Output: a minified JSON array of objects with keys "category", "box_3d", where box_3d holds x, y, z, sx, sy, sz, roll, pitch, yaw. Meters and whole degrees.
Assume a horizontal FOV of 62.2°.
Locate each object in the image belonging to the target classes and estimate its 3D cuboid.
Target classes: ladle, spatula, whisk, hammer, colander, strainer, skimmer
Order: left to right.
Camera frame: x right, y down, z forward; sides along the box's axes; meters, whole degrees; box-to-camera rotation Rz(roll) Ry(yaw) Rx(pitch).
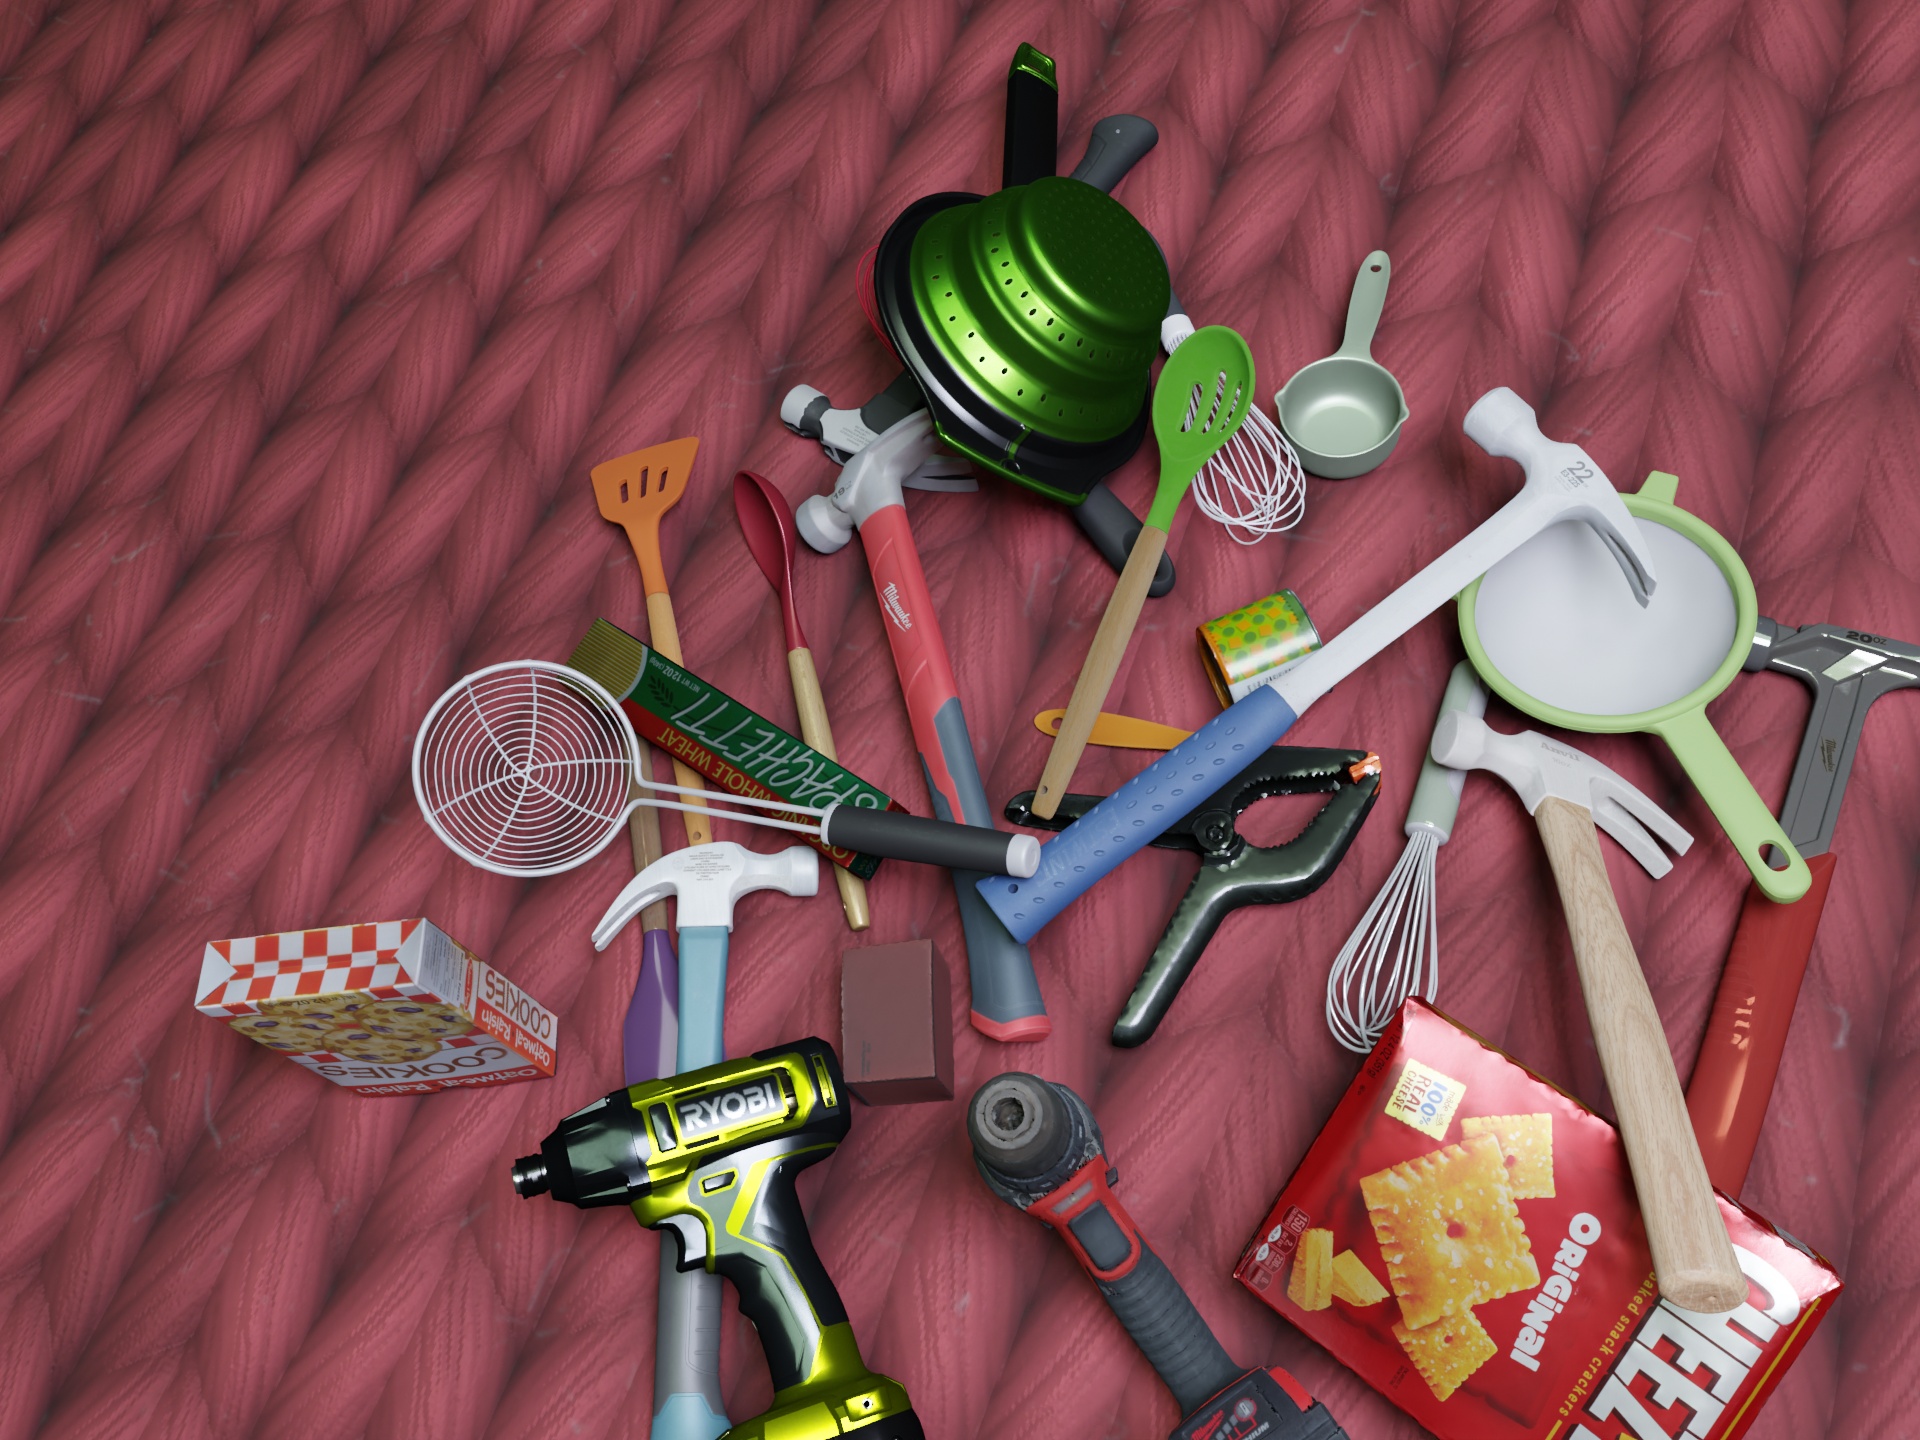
[{"category":"spatula","box_3d":[-0.184,0.104,0.959,0.060,0.018,0.316,-12,63,-1]},{"category":"spatula","box_3d":[-0.190,-0.055,1.037,0.081,0.041,0.323,-16,66,5]},{"category":"hammer","box_3d":[-0.143,0.226,0.873,0.128,0.033,0.331,0,66,-5]},{"category":"skimmer","box_3d":[-0.136,0.043,0.876,0.363,0.090,0.127,7,78,26]},{"category":"ladle","box_3d":[-0.096,-0.019,0.987,0.031,0.069,0.316,-7,66,-18]},{"category":"hammer","box_3d":[-0.001,-0.003,0.934,0.143,0.038,0.387,-33,61,32]},{"category":"hammer","box_3d":[0.032,-0.296,1.098,0.146,0.035,0.335,32,74,24]},{"category":"whisk","box_3d":[0.036,-0.193,1.003,0.073,0.073,0.296,-38,82,-8]},{"category":"colander","box_3d":[0.062,-0.323,0.998,0.204,0.094,0.397,22,53,-25]},{"category":"whisk","box_3d":[0.150,-0.228,1.030,0.070,0.070,0.285,-19,57,3]},{"category":"hammer","box_3d":[0.185,-0.013,0.855,0.405,0.035,0.144,-37,65,-3]},{"category":"whisk","box_3d":[0.253,0.069,0.868,0.059,0.057,0.246,-2,55,45]},{"category":"hammer","box_3d":[0.309,0.122,0.751,0.130,0.031,0.332,17,39,-8]},{"category":"strainer","box_3d":[0.373,-0.006,0.859,0.151,0.069,0.257,-24,60,4]},{"category":"hammer","box_3d":[0.428,0.111,0.815,0.149,0.036,0.359,19,69,20]}]

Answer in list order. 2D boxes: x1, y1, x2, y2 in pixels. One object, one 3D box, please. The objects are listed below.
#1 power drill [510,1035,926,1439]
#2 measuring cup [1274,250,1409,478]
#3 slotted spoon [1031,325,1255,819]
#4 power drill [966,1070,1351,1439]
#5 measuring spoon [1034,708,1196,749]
[{"category":"power drill","box_3d":[-0.119,0.286,0.794,0.171,0.080,0.223,-13,67,-17]},{"category":"measuring cup","box_3d":[0.252,-0.226,1.016,0.083,0.038,0.168,11,65,17]},{"category":"slotted spoon","box_3d":[0.104,-0.088,0.933,0.070,0.031,0.314,13,76,41]},{"category":"power drill","box_3d":[0.080,0.261,0.735,0.080,0.187,0.227,-35,67,-5]},{"category":"measuring spoon","box_3d":[0.100,0.009,0.951,0.117,0.011,0.021,8,68,20]}]
